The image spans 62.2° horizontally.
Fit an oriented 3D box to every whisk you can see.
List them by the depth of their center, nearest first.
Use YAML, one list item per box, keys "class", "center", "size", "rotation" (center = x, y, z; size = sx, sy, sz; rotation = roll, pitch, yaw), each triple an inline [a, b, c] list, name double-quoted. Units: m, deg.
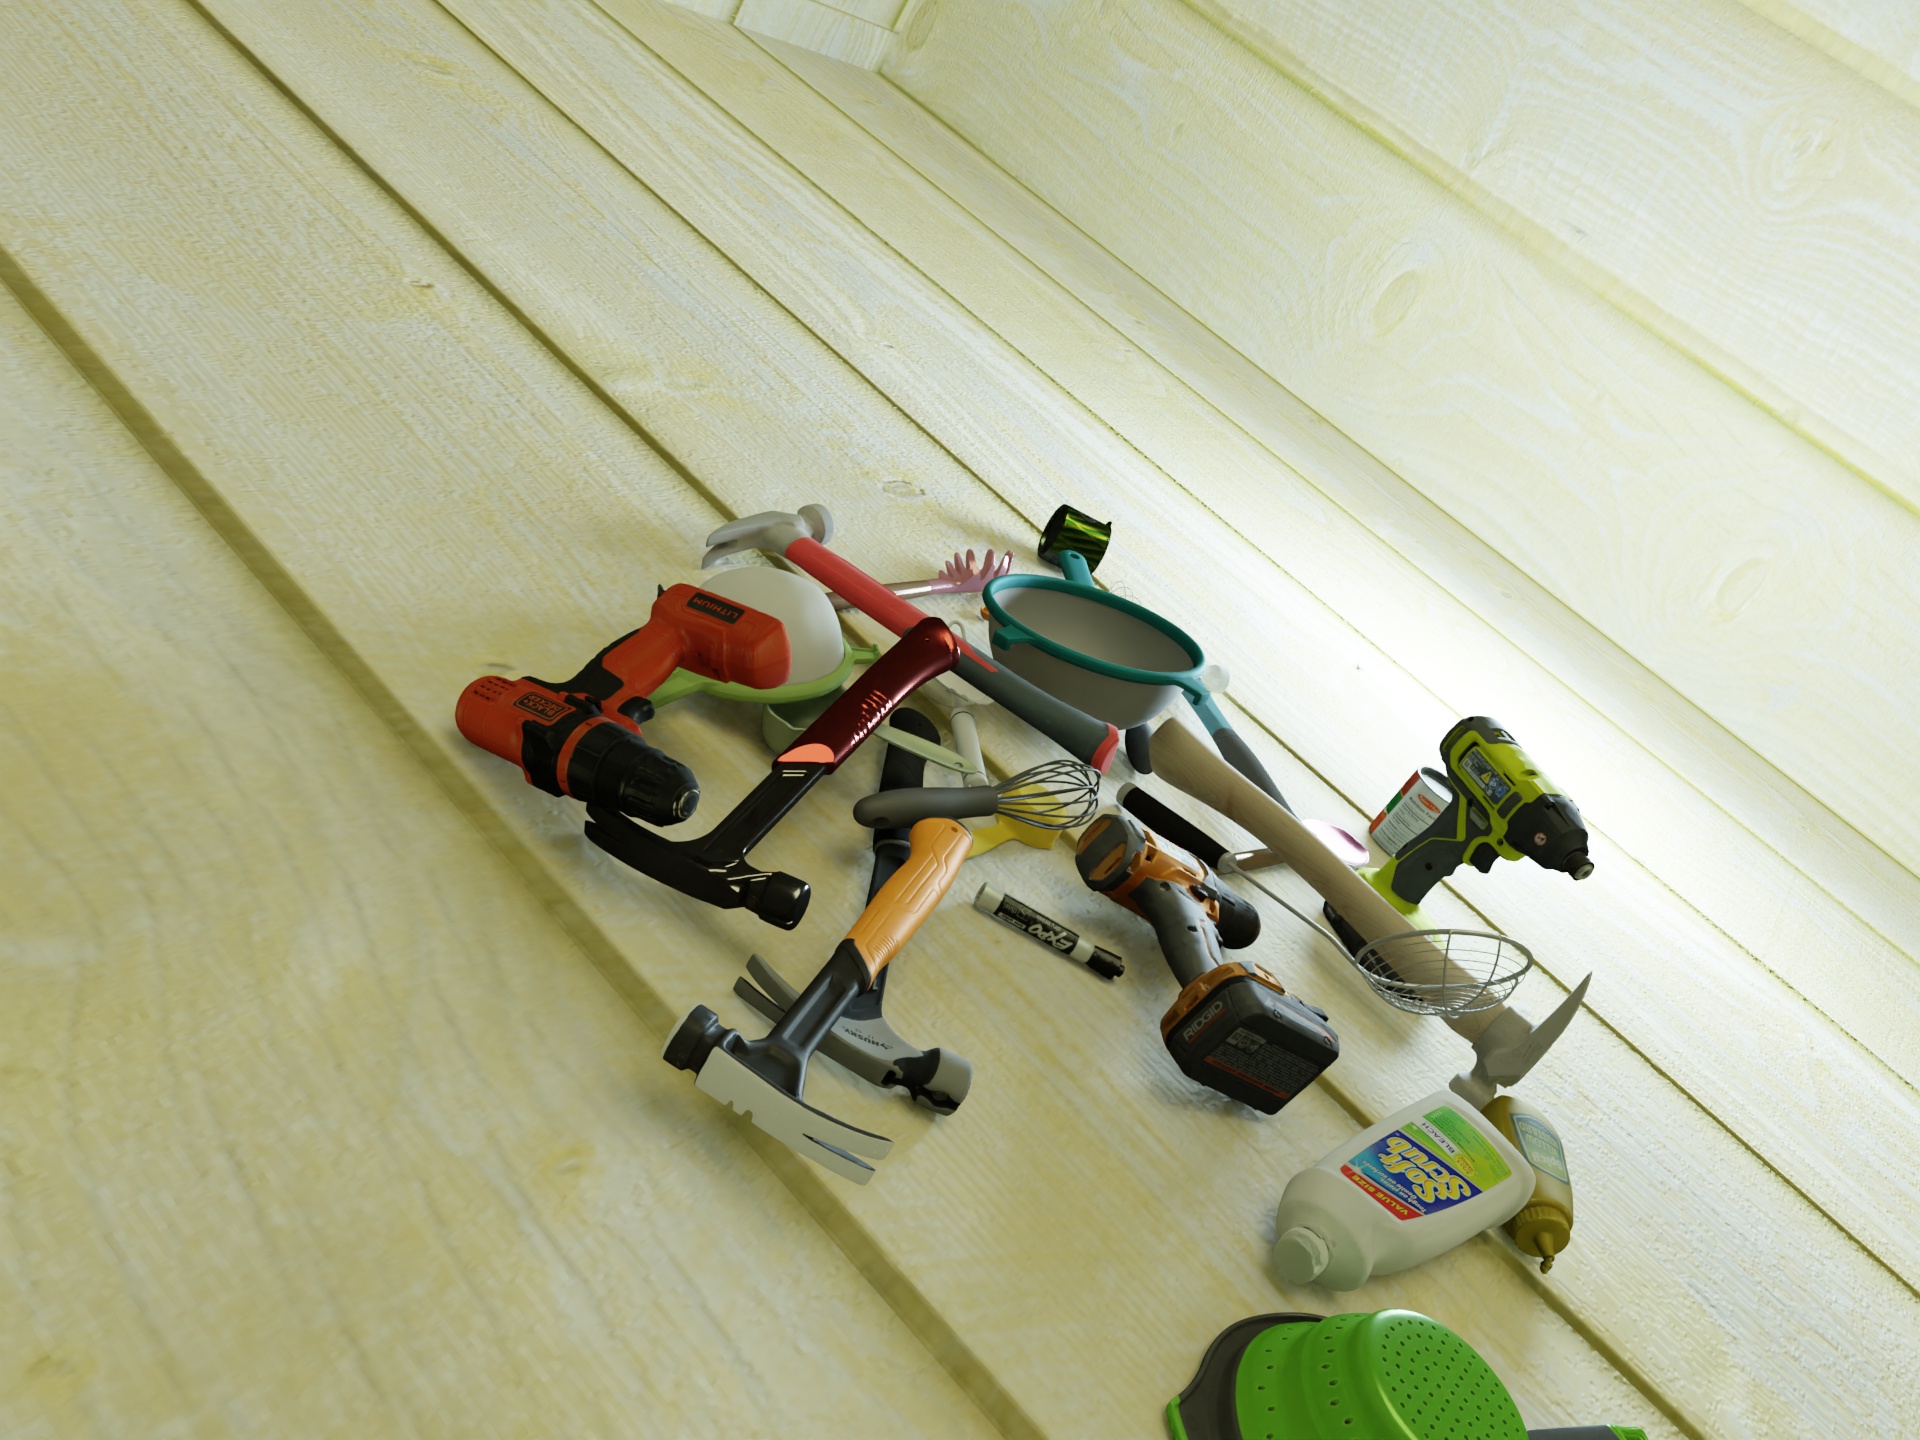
- class: "whisk"
  center: [0.017, 0.059, 1.156]
  size: [0.238, 0.055, 0.055]
  rotation: [-2, 43, -41]
- class: "whisk"
  center: [0.162, -0.044, 1.549]
  size: [0.070, 0.070, 0.285]
  rotation: [23, 33, -20]

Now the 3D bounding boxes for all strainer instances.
- class: "strainer"
  center: [-0.179, -0.059, 1.149]
  size: [0.151, 0.069, 0.256]
  rotation: [24, 30, 23]
- class: "strainer"
  center: [-0.002, -0.004, 1.296]
  size: [0.086, 0.050, 0.259]
  rotation: [28, 23, -21]
- class: "strainer"
  center: [0.107, -0.073, 1.499]
  size: [0.211, 0.095, 0.341]
  rotation: [15, 21, -8]

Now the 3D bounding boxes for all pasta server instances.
- class: "pasta server"
  center: [-0.049, -0.129, 1.477]
  size: [0.060, 0.040, 0.316]
  rotation: [8, 14, 34]

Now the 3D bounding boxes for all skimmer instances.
- class: "skimmer"
  center: [0.278, 0.124, 1.278]
  size: [0.364, 0.090, 0.127]
  rotation: [36, -7, 38]

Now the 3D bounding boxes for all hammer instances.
- class: "hammer"
  center: [-0.049, 0.141, 0.951]
  size: [0.127, 0.034, 0.337]
  rotation: [32, 26, 4]
- class: "hammer"
  center: [-0.099, 0.011, 1.093]
  size: [0.149, 0.036, 0.359]
  rotation: [24, 35, 12]
- class: "hammer"
  center: [-0.054, 0.099, 1.097]
  size: [0.149, 0.036, 0.409]
  rotation: [27, 27, -11]
- class: "hammer"
  center: [-0.037, -0.066, 1.298]
  size: [0.387, 0.038, 0.143]
  rotation: [35, 35, 25]
- class: "hammer"
  center: [0.324, 0.132, 1.332]
  size: [0.411, 0.146, 0.038]
  rotation: [43, 14, 21]
- class: "hammer"
  center: [0.265, 0.024, 1.552]
  size: [0.128, 0.033, 0.331]
  rotation: [18, 27, -27]

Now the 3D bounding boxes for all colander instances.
- class: "colander"
  center: [0.302, 0.406, 0.904]
  size: [0.396, 0.094, 0.205]
  rotation: [14, 32, -33]

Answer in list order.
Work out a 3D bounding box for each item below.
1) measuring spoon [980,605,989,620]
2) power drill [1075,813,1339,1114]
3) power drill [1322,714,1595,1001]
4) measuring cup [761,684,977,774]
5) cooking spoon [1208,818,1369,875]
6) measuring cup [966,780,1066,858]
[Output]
- class: "measuring spoon"
  center: [0.033, -0.121, 1.589]
  size: [0.021, 0.011, 0.117]
  rotation: [23, 24, -3]
- class: "power drill"
  center: [0.191, 0.179, 1.176]
  size: [0.185, 0.084, 0.226]
  rotation: [31, 20, -35]
- class: "power drill"
  center: [0.427, 0.130, 1.360]
  size: [0.080, 0.223, 0.171]
  rotation: [13, 33, -35]
- class: "measuring cup"
  center: [-0.068, 0.019, 1.164]
  size: [0.167, 0.038, 0.083]
  rotation: [21, 30, 10]
- class: "cooking spoon"
  center: [0.286, 0.123, 1.446]
  size: [0.318, 0.017, 0.069]
  rotation: [-2, 40, -49]
- class: "measuring cup"
  center: [0.032, 0.079, 1.226]
  size: [0.062, 0.029, 0.156]
  rotation: [43, 26, 19]
